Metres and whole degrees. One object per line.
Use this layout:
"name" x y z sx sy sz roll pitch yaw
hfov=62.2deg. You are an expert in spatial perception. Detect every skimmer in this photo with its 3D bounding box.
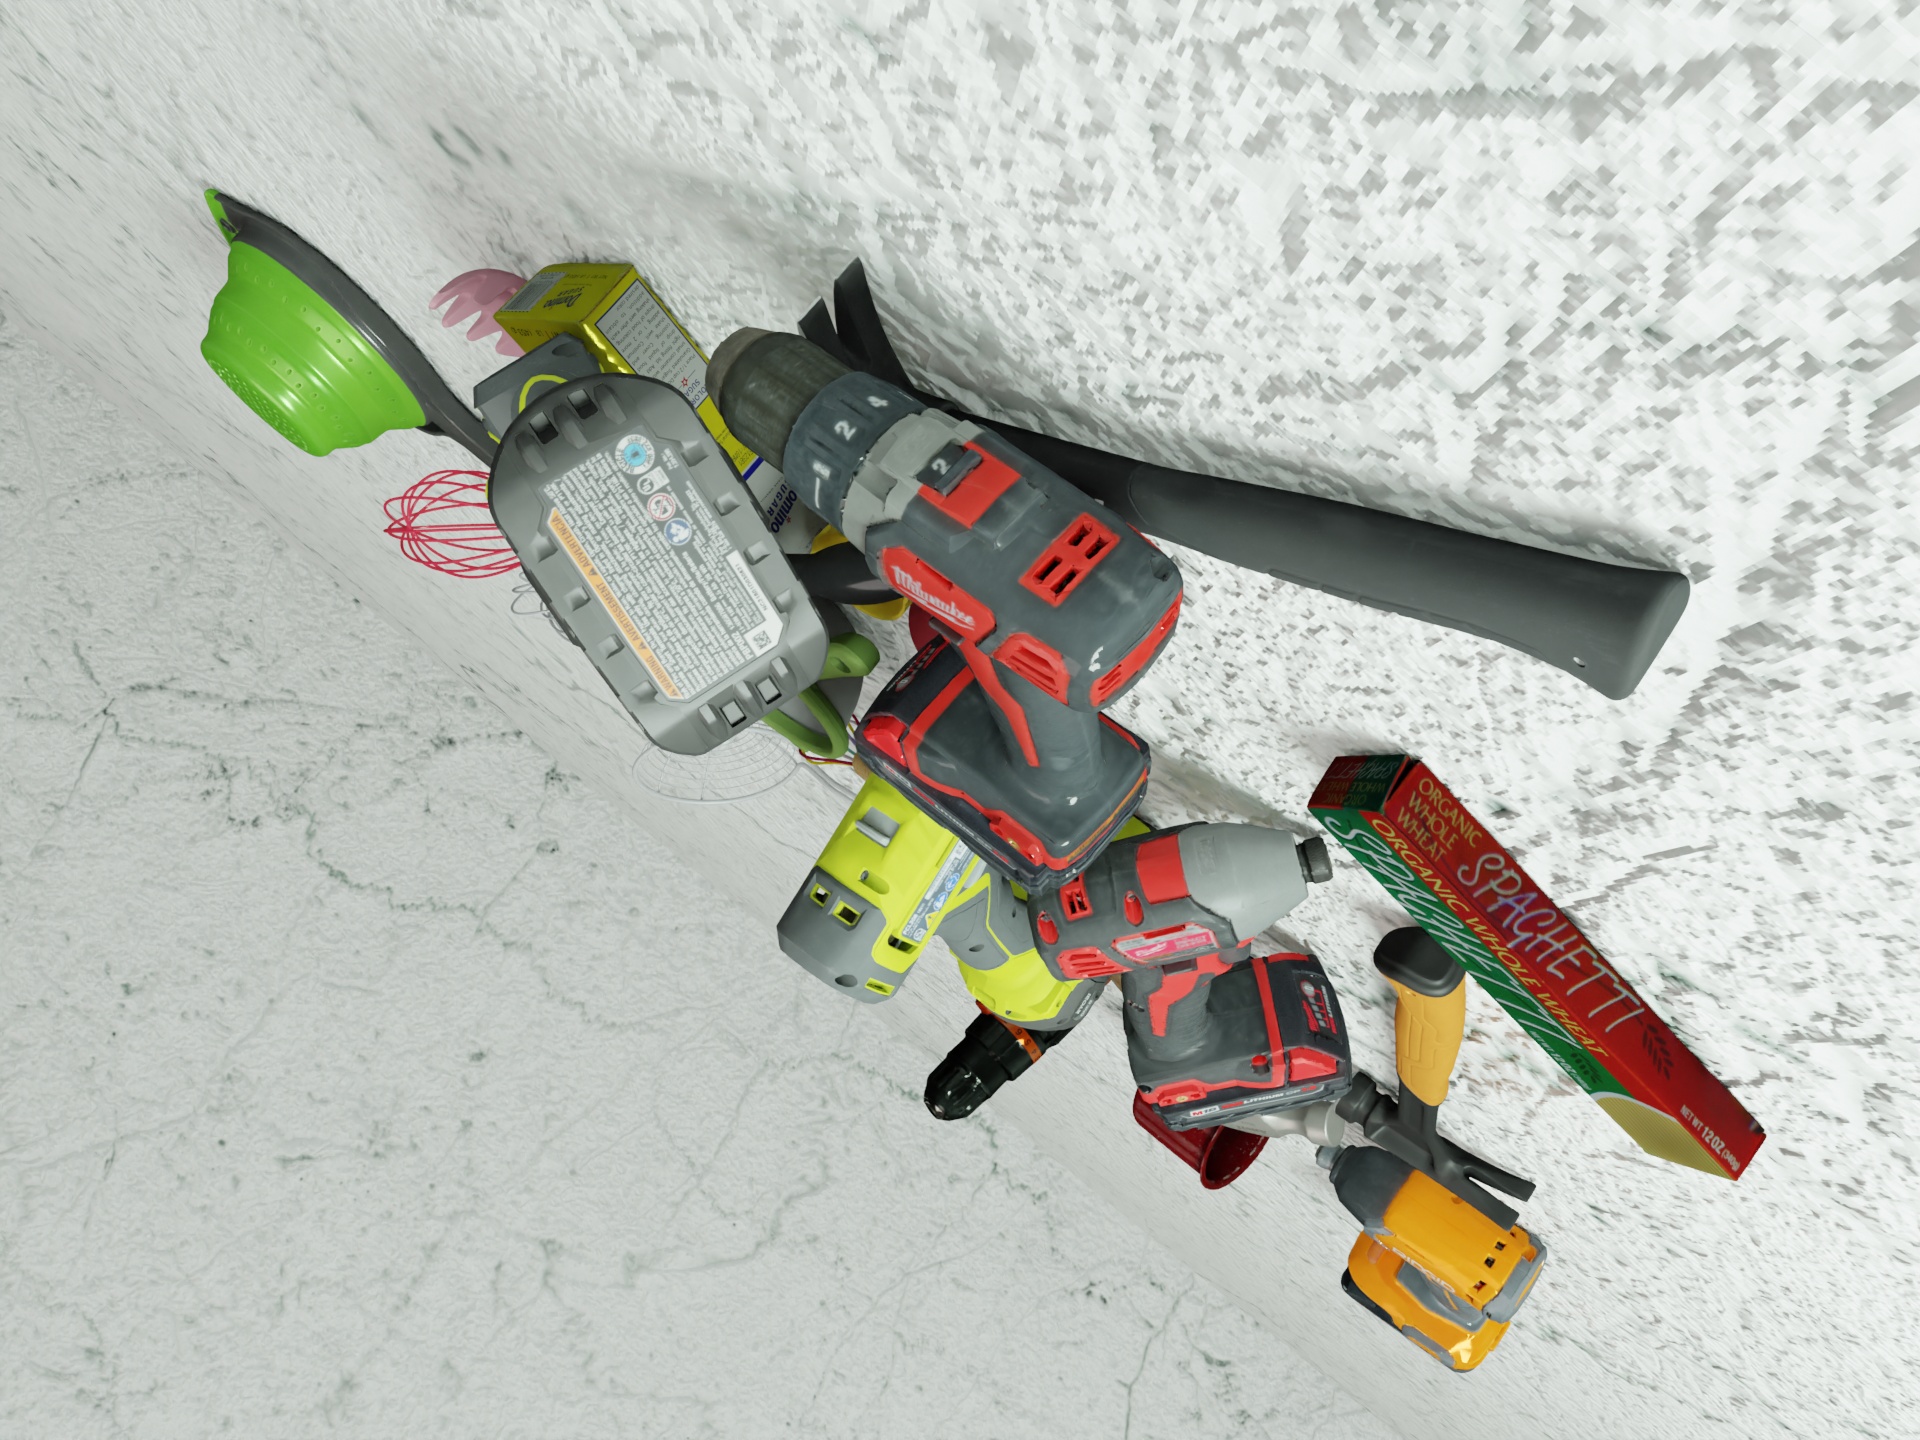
"skimmer" -0.072 0.097 1.192 0.363 0.090 0.127 30 152 9

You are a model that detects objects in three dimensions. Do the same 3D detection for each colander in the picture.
"colander" -0.409 -0.206 1.147 0.397 0.094 0.204 40 165 -2

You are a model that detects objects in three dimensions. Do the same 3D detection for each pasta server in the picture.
"pasta server" -0.221 -0.164 0.942 0.060 0.040 0.316 18 160 16

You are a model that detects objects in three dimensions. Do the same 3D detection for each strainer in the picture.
"strainer" -0.086 -0.050 0.899 0.151 0.069 0.256 45 163 -18

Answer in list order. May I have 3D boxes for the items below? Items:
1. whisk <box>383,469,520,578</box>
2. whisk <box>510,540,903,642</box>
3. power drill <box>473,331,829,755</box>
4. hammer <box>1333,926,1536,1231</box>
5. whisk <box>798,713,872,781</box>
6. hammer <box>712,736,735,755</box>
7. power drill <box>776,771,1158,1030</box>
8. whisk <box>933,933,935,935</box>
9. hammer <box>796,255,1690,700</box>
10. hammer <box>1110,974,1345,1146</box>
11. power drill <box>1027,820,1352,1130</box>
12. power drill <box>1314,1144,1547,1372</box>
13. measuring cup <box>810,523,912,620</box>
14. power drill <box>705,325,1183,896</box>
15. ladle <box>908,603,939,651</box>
"whisk" -0.248 -0.121 0.990 0.296 0.073 0.073 6 149 29
"whisk" -0.127 -0.072 0.799 0.285 0.070 0.070 2 144 39
"power drill" -0.127 -0.071 0.646 0.171 0.080 0.223 59 173 -20
"hammer" 0.259 0.193 0.865 0.127 0.034 0.336 31 163 28
"whisk" -0.068 0.026 1.058 0.051 0.047 0.245 39 176 -26
"hammer" -0.207 -0.037 1.278 0.144 0.035 0.405 42 165 -12
"power drill" 0.023 0.065 0.816 0.080 0.190 0.228 30 177 33
"whisk" 0.009 0.154 1.313 0.055 0.055 0.239 43 160 -14
"hammer" 0.074 -0.073 0.526 0.335 0.035 0.146 24 159 43
"hammer" 0.133 0.190 1.050 0.130 0.031 0.331 -2 141 40
"power drill" 0.130 0.126 0.811 0.219 0.143 0.079 59 -160 -49
"power drill" 0.334 0.387 1.167 0.164 0.084 0.226 31 159 28
"measuring cup" -0.049 -0.111 0.742 0.062 0.029 0.156 25 148 28
"power drill" -0.006 -0.040 0.604 0.188 0.080 0.226 37 163 20
"ladle" -0.001 -0.003 0.924 0.069 0.031 0.315 35 166 9
